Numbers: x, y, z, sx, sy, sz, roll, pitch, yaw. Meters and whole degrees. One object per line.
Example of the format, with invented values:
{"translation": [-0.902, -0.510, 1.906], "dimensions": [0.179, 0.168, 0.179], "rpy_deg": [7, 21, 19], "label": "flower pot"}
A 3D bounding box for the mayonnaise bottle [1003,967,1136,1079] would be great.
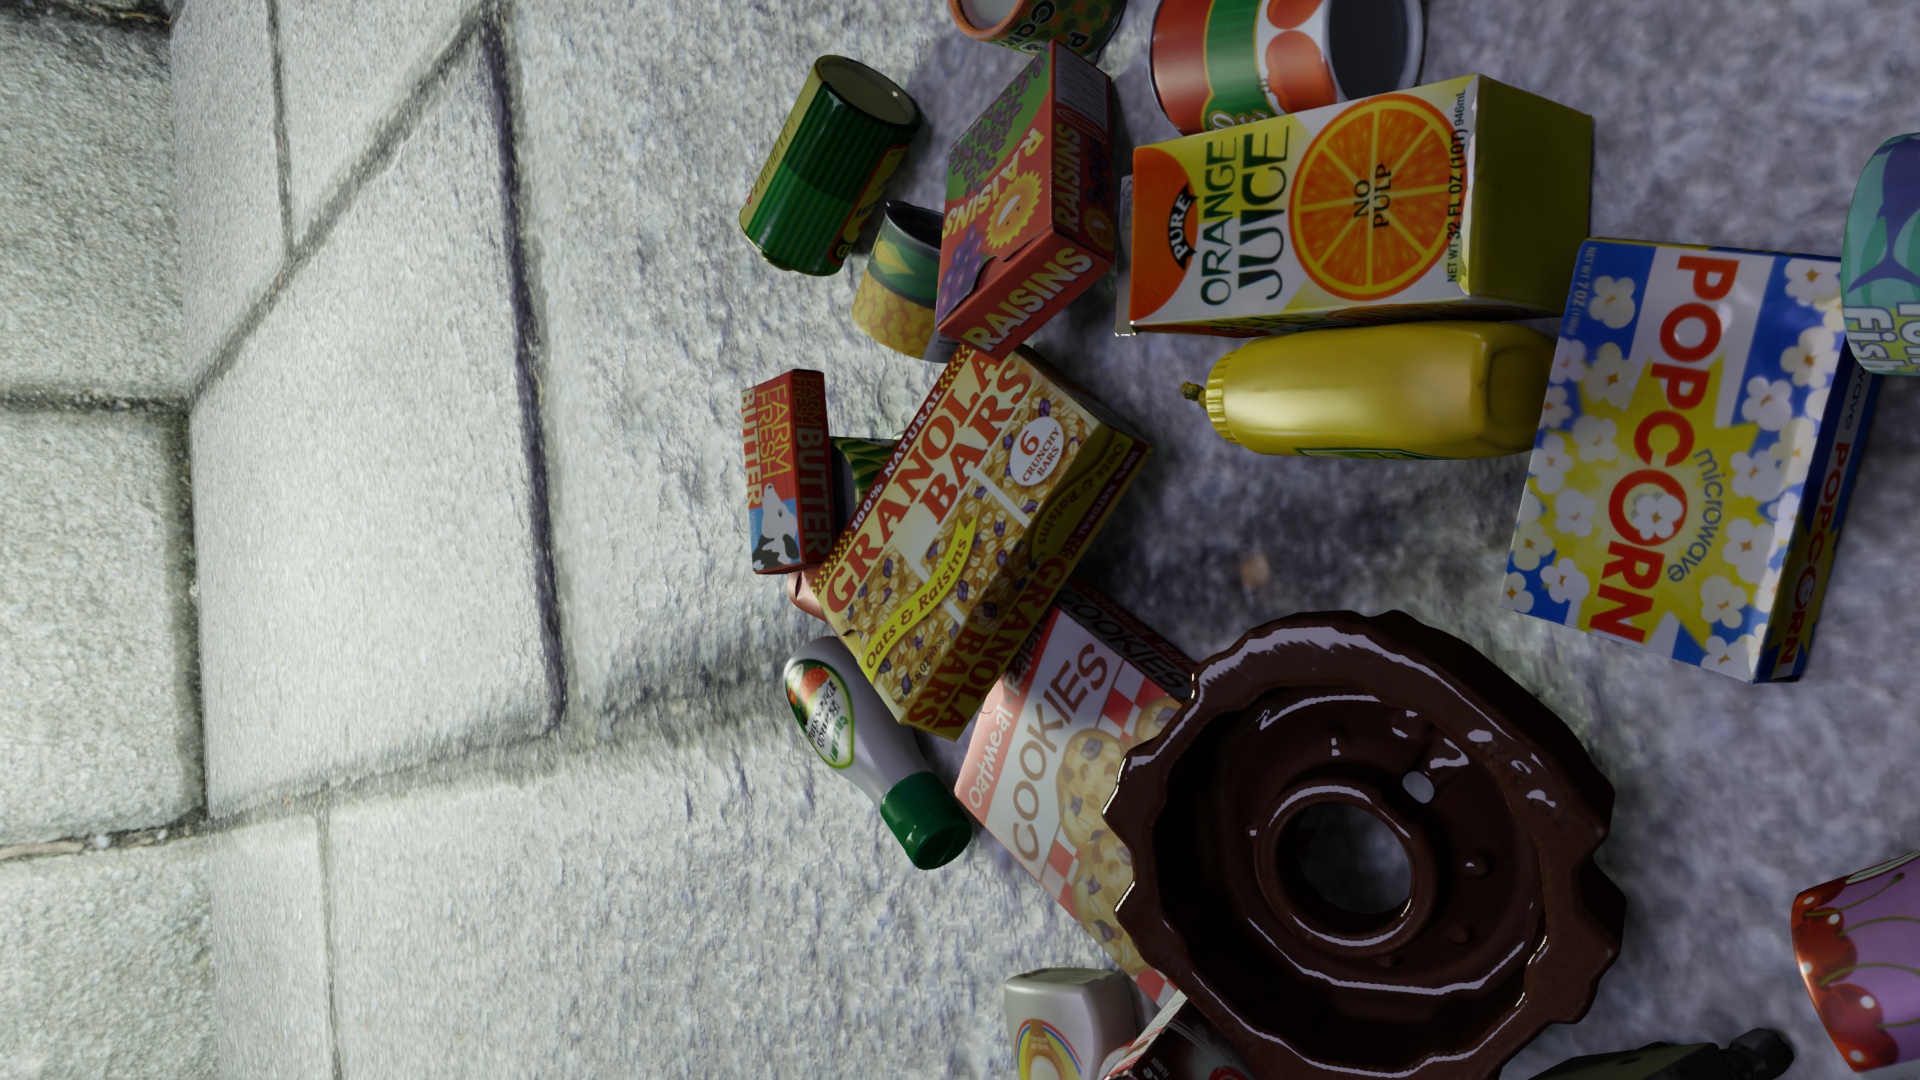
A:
{"translation": [0.057, 0.276, 0.640], "dimensions": [0.064, 0.041, 0.148], "rpy_deg": [-16, 77, 47], "label": "mayonnaise bottle"}

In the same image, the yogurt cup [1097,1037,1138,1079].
{"translation": [0.094, 0.236, 0.586], "dimensions": [0.072, 0.054, 0.072], "rpy_deg": [-1, 89, 51], "label": "yogurt cup"}

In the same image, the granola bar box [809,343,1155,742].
{"translation": [0.002, -0.008, 0.659], "dimensions": [0.165, 0.039, 0.124], "rpy_deg": [-57, 38, 12], "label": "granola bar box"}

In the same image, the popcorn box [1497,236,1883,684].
{"translation": [0.229, -0.027, 0.436], "dimensions": [0.085, 0.038, 0.126], "rpy_deg": [21, 106, 48], "label": "popcorn box"}

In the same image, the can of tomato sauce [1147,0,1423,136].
{"translation": [0.126, -0.189, 0.539], "dimensions": [0.083, 0.071, 0.071], "rpy_deg": [13, 100, 49], "label": "can of tomato sauce"}

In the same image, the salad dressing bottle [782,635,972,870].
{"translation": [-0.046, 0.114, 0.761], "dimensions": [0.148, 0.044, 0.064], "rpy_deg": [48, 126, 38], "label": "salad dressing bottle"}

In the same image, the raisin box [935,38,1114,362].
{"translation": [0.030, -0.156, 0.640], "dimensions": [0.085, 0.040, 0.124], "rpy_deg": [-35, 42, 44], "label": "raisin box"}

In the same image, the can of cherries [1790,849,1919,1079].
{"translation": [0.268, 0.113, 0.370], "dimensions": [0.058, 0.071, 0.072], "rpy_deg": [-43, 59, 43], "label": "can of cherries"}

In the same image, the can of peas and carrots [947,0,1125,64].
{"translation": [0.035, -0.260, 0.652], "dimensions": [0.071, 0.059, 0.071], "rpy_deg": [0, 90, 51], "label": "can of peas and carrots"}

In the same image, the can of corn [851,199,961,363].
{"translation": [-0.018, -0.132, 0.710], "dimensions": [0.071, 0.071, 0.058], "rpy_deg": [47, 125, 39], "label": "can of corn"}

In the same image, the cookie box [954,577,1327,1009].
{"translation": [0.073, 0.109, 0.621], "dimensions": [0.168, 0.040, 0.122], "rpy_deg": [39, 119, 43], "label": "cookie box"}

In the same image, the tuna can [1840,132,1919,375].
{"translation": [0.264, -0.074, 0.370], "dimensions": [0.033, 0.071, 0.071], "rpy_deg": [11, 99, 51], "label": "tuna can"}

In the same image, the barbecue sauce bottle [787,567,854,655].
{"translation": [-0.040, 0.041, 0.754], "dimensions": [0.148, 0.044, 0.064], "rpy_deg": [21, 103, 49], "label": "barbecue sauce bottle"}

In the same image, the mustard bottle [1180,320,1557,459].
{"translation": [0.142, -0.055, 0.525], "dimensions": [0.160, 0.065, 0.048], "rpy_deg": [6, 95, 56], "label": "mustard bottle"}

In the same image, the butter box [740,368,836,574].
{"translation": [-0.092, -0.035, 0.738], "dimensions": [0.053, 0.024, 0.103], "rpy_deg": [-11, 81, 50], "label": "butter box"}

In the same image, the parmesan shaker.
{"translation": [-0.073, -0.207, 0.774], "dimensions": [0.102, 0.071, 0.071], "rpy_deg": [-54, 52, 35], "label": "parmesan shaker"}

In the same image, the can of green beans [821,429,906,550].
{"translation": [-0.051, -0.024, 0.756], "dimensions": [0.071, 0.058, 0.071], "rpy_deg": [0, 90, 50], "label": "can of green beans"}

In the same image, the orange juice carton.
{"translation": [0.129, -0.117, 0.529], "dimensions": [0.192, 0.073, 0.071], "rpy_deg": [5, 95, 50], "label": "orange juice carton"}
